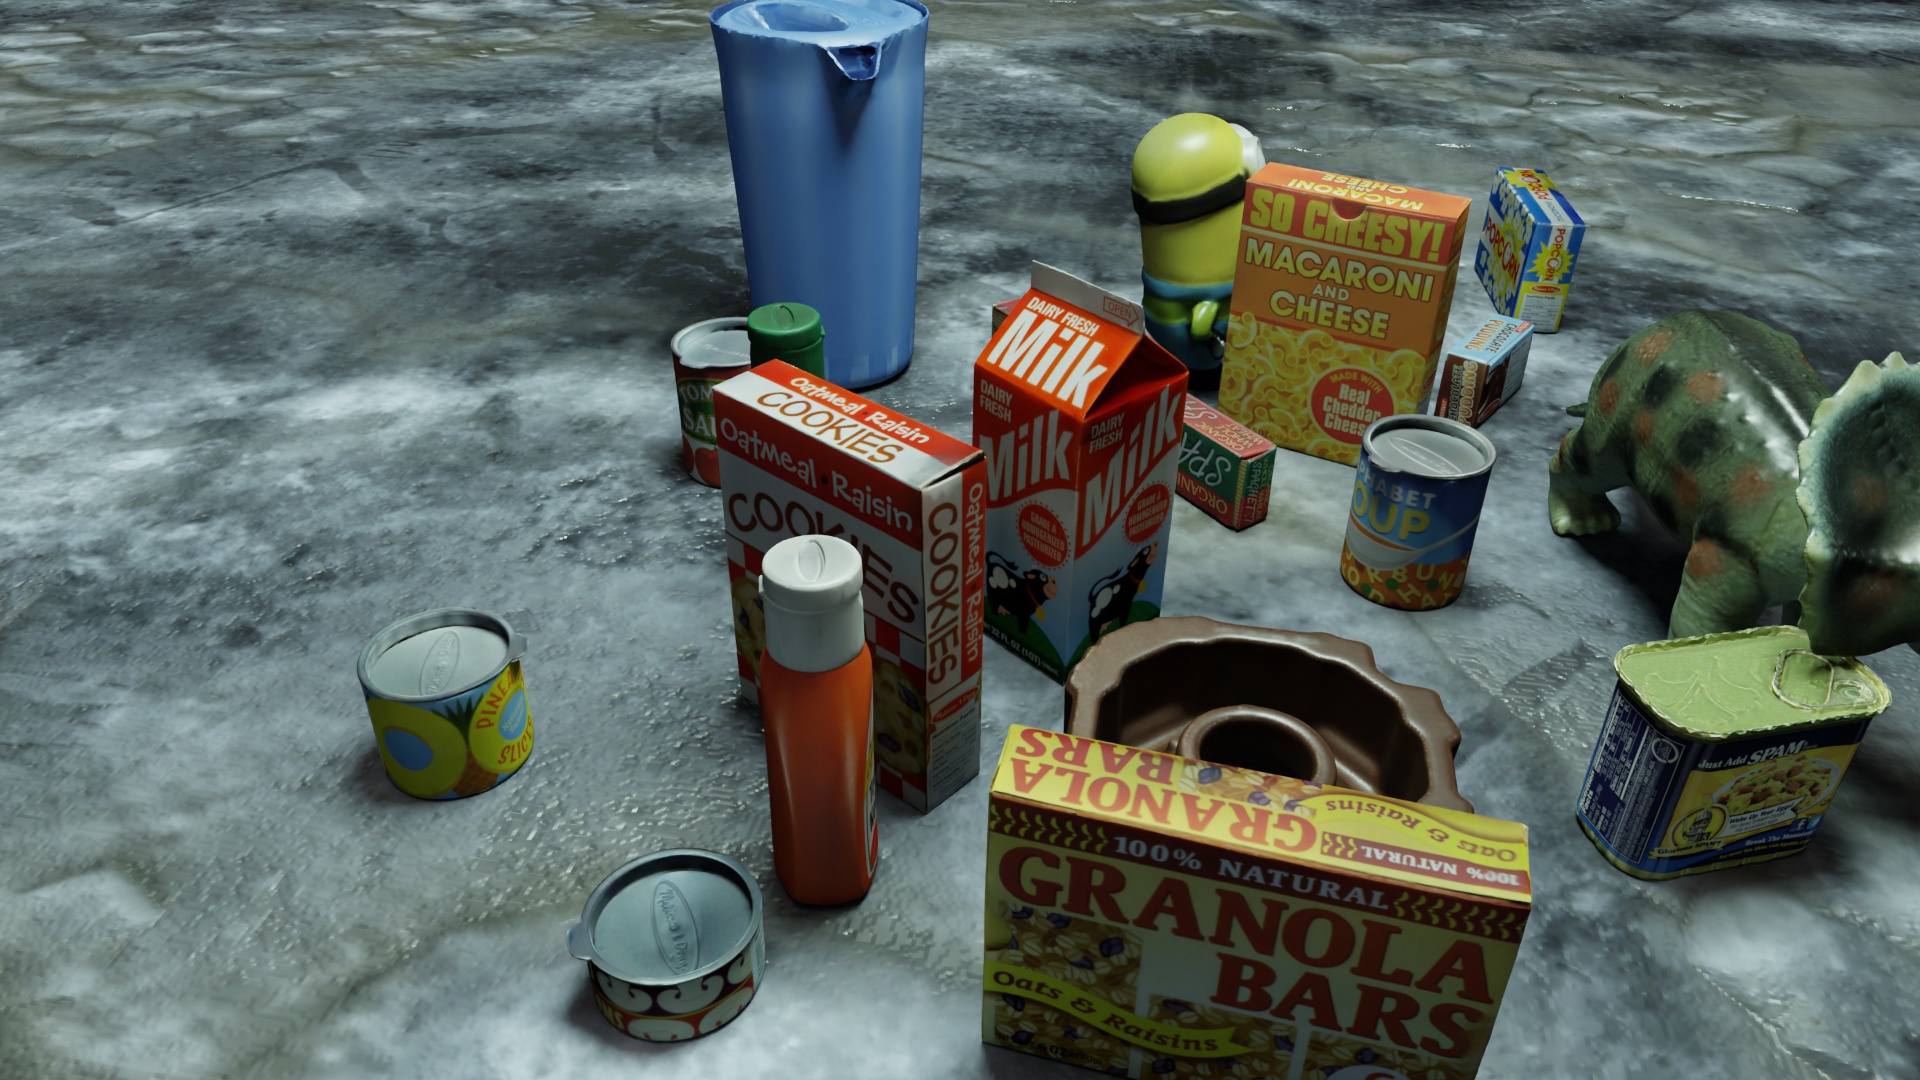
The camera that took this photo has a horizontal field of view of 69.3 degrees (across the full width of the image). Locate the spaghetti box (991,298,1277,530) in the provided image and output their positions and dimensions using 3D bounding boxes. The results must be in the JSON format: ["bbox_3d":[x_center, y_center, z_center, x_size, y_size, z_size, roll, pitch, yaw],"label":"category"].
[{"bbox_3d":[0.100,-0.085,0.868,0.029,0.050,0.251,-19,38,-28],"label":"spaghetti box"}]

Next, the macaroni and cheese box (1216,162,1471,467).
[{"bbox_3d":[0.226,-0.131,0.835,0.124,0.165,0.040,18,37,25],"label":"macaroni and cheese box"}]

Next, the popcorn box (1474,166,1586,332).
[{"bbox_3d":[0.429,-0.222,1.052,0.038,0.084,0.127,4,33,5],"label":"popcorn box"}]

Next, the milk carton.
[{"bbox_3d":[0.054,-0.035,0.662,0.074,0.189,0.072,-26,41,-34],"label":"milk carton"}]

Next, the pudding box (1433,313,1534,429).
[{"bbox_3d":[0.346,-0.112,0.915,0.030,0.049,0.084,24,40,32],"label":"pudding box"}]

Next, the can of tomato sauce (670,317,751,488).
[{"bbox_3d":[-0.135,-0.081,0.827,0.071,0.082,0.071,1,33,0],"label":"can of tomato sauce"}]

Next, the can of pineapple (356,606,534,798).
[{"bbox_3d":[-0.224,0.072,0.614,0.071,0.057,0.071,1,33,0],"label":"can of pineapple"}]

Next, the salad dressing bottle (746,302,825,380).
[{"bbox_3d":[-0.087,-0.049,0.720,0.044,0.146,0.064,-6,33,-10],"label":"salad dressing bottle"}]

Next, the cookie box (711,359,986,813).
[{"bbox_3d":[-0.047,0.019,0.599,0.123,0.166,0.040,26,41,34],"label":"cookie box"}]

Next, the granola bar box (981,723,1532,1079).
[{"bbox_3d":[0.091,0.134,0.464,0.165,0.123,0.039,9,34,13],"label":"granola bar box"}]

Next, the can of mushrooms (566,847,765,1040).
[{"bbox_3d":[-0.109,0.150,0.518,0.071,0.033,0.071,1,33,0],"label":"can of mushrooms"}]

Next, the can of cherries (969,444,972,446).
[{"bbox_3d":[0.003,-0.009,0.742,0.071,0.058,0.072,1,33,0],"label":"can of cherries"}]

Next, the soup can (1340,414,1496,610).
[{"bbox_3d":[0.237,-0.014,0.732,0.071,0.083,0.072,1,33,0],"label":"soup can"}]

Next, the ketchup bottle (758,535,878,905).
[{"bbox_3d":[-0.055,0.069,0.539,0.043,0.148,0.065,-4,33,-6],"label":"ketchup bottle"}]
